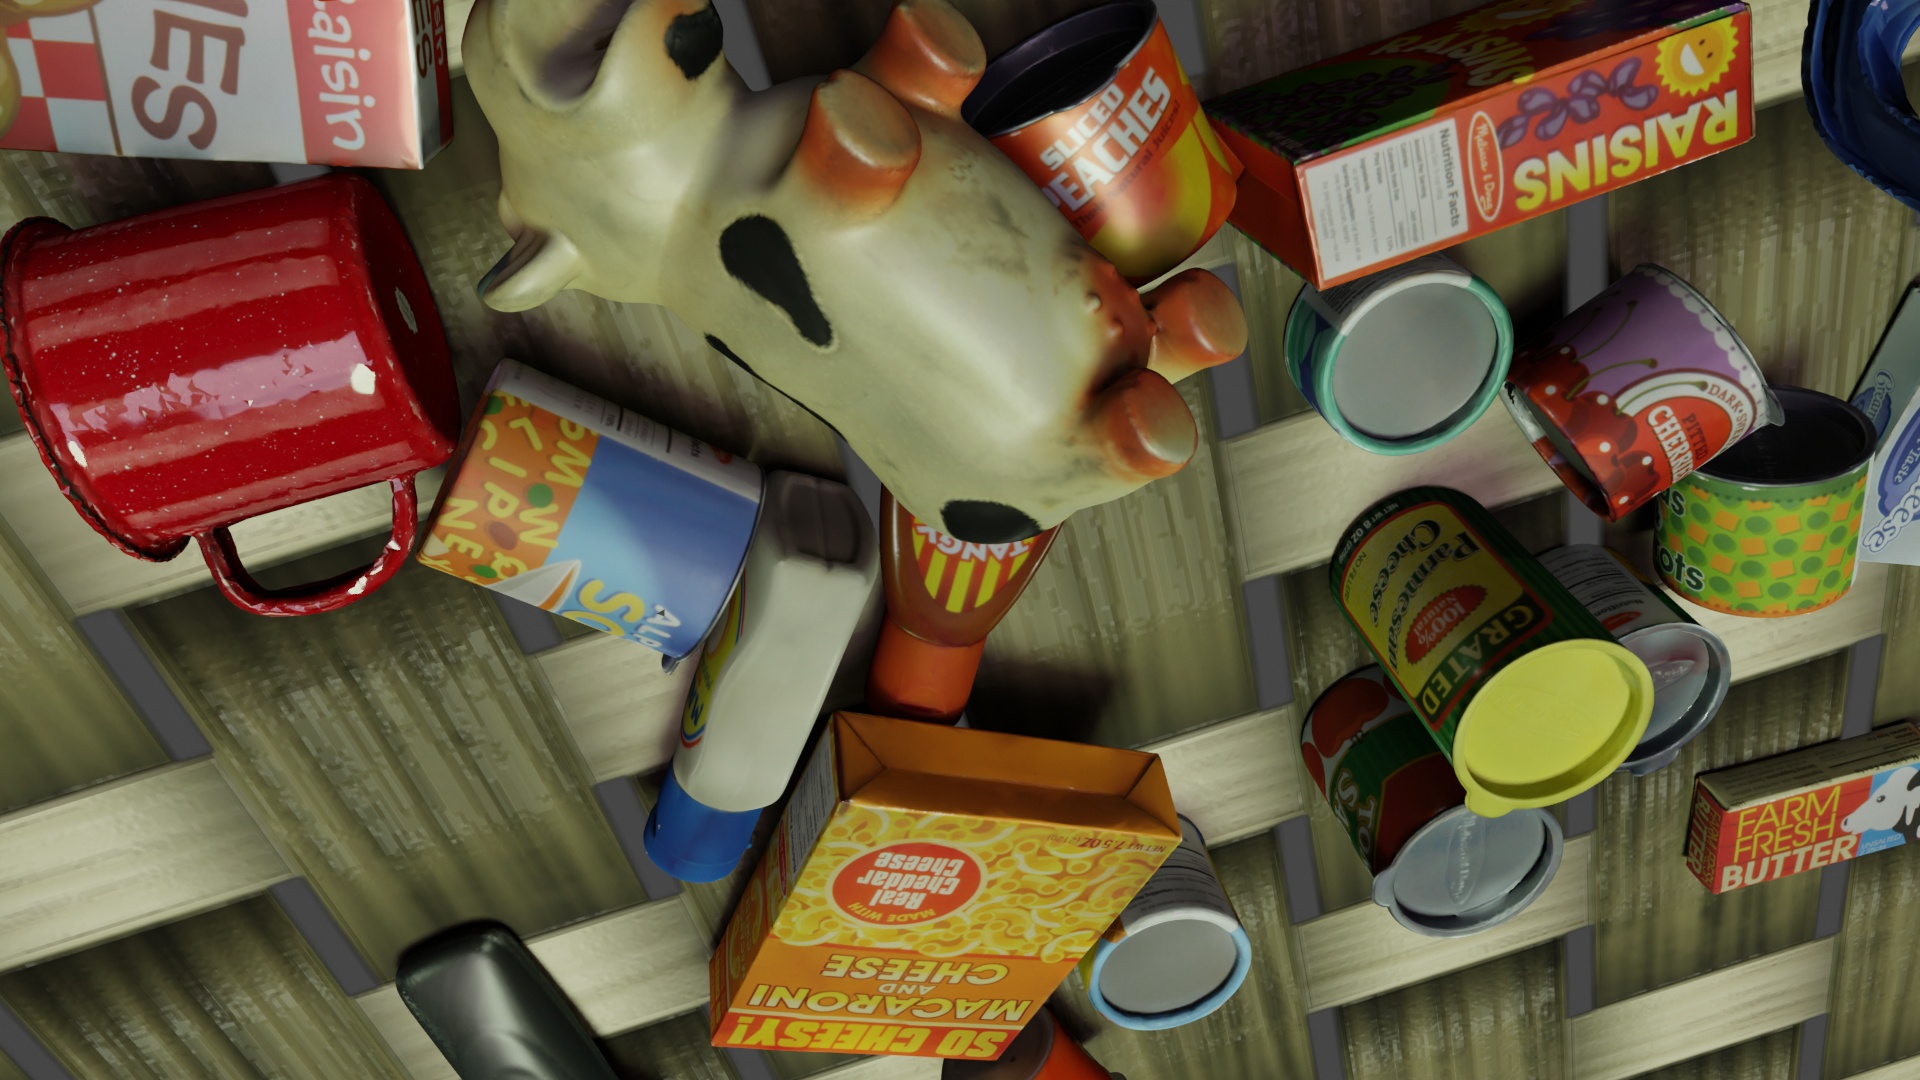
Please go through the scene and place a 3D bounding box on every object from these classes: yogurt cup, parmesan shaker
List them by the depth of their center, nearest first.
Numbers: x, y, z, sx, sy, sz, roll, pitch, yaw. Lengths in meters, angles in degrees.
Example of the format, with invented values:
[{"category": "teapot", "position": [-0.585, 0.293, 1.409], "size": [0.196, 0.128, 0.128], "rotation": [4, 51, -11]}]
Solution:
[{"category": "parmesan shaker", "position": [0.175, 0.035, 0.478], "size": [0.071, 0.103, 0.071], "rotation": [-5, 120, -8]}, {"category": "yogurt cup", "position": [0.028, 0.233, 0.589], "size": [0.072, 0.072, 0.053], "rotation": [-28, 113, 6]}]

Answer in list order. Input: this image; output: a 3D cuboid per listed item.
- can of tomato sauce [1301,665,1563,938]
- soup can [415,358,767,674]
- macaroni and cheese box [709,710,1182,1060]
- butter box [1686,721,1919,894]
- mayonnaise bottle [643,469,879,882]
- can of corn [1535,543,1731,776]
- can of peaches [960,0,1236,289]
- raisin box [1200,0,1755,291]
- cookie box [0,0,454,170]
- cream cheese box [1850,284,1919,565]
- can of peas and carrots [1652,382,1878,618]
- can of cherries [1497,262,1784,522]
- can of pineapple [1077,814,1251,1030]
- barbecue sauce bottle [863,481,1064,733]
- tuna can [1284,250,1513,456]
[{"category": "can of tomato sauce", "position": [0.173, 0.097, 0.525], "size": [0.071, 0.083, 0.070], "rotation": [-5, 121, -8]}, {"category": "soup can", "position": [-0.111, -0.006, 0.418], "size": [0.084, 0.071, 0.071], "rotation": [24, 113, -22]}, {"category": "macaroni and cheese box", "position": [-0.012, 0.134, 0.513], "size": [0.124, 0.040, 0.165], "rotation": [11, 132, -20]}, {"category": "butter box", "position": [0.375, 0.118, 0.612], "size": [0.103, 0.024, 0.053], "rotation": [-14, 121, -3]}, {"category": "mayonnaise bottle", "position": [-0.070, 0.052, 0.466], "size": [0.041, 0.065, 0.147], "rotation": [14, 120, -19]}, {"category": "can of corn", "position": [0.241, 0.045, 0.523], "size": [0.071, 0.058, 0.070], "rotation": [-5, 121, -8]}, {"category": "can of peaches", "position": [0.037, -0.107, 0.387], "size": [0.071, 0.071, 0.058], "rotation": [-30, 122, 7]}, {"category": "raisin box", "position": [0.140, -0.119, 0.391], "size": [0.123, 0.086, 0.040], "rotation": [-19, 117, 0]}, {"category": "cookie box", "position": [-0.214, -0.157, 0.328], "size": [0.168, 0.040, 0.122], "rotation": [1, 120, -10]}, {"category": "cream cheese box", "position": [0.358, -0.041, 0.516], "size": [0.053, 0.024, 0.103], "rotation": [4, 119, -15]}, {"category": "can of peas and carrots", "position": [0.280, -0.014, 0.493], "size": [0.071, 0.071, 0.058], "rotation": [-16, 122, -1]}, {"category": "can of cherries", "position": [0.221, -0.047, 0.458], "size": [0.058, 0.072, 0.071], "rotation": [-36, 120, 11]}, {"category": "can of pineapple", "position": [0.075, 0.152, 0.553], "size": [0.071, 0.058, 0.070], "rotation": [-5, 121, -8]}, {"category": "barbecue sauce bottle", "position": [0.002, -0.006, 0.455], "size": [0.065, 0.044, 0.147], "rotation": [11, 118, -10]}, {"category": "tuna can", "position": [0.144, -0.061, 0.457], "size": [0.071, 0.033, 0.070], "rotation": [-5, 120, -8]}]
